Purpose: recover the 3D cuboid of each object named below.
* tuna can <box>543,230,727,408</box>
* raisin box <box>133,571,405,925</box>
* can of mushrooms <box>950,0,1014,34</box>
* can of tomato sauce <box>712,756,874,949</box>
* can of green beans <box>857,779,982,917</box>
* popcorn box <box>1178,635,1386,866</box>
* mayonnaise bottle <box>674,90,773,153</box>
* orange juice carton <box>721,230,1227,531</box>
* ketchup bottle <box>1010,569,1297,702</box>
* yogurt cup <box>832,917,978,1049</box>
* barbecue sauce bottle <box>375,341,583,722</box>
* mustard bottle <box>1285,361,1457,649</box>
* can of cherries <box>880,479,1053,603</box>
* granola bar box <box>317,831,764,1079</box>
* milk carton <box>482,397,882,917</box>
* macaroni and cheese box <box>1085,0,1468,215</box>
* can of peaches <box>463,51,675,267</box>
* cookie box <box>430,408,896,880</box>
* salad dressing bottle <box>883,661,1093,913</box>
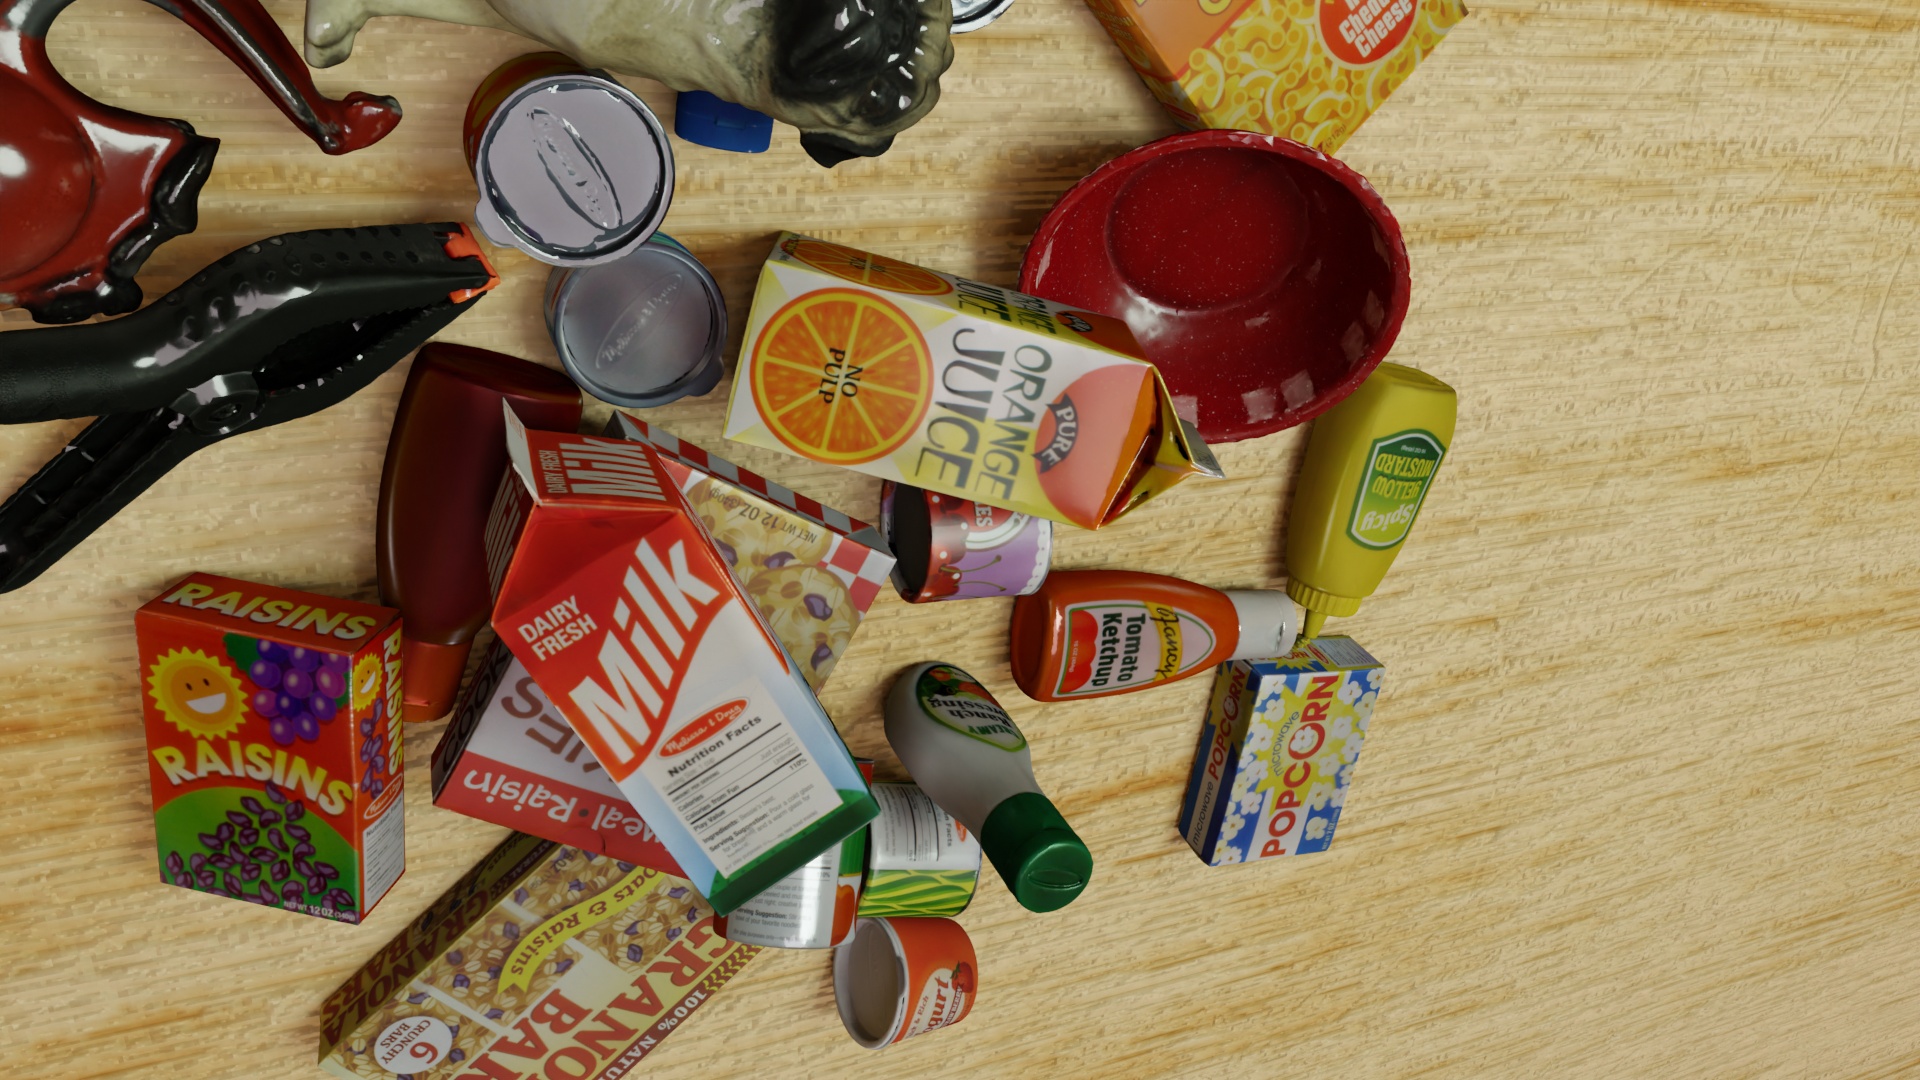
[{"bbox_3d":[-0.125,-0.086,0.541,0.071,0.033,0.070,-10,118,-20],"label":"tuna can"},{"bbox_3d":[-0.263,0.080,0.536,0.086,0.040,0.122,11,114,4],"label":"raisin box"},{"bbox_3d":[-0.005,-0.229,0.526,0.071,0.033,0.070,-10,118,-20],"label":"can of mushrooms"},{"bbox_3d":[-0.076,0.139,0.639,0.071,0.071,0.083,9,82,-28],"label":"can of tomato sauce"},{"bbox_3d":[-0.030,0.152,0.683,0.058,0.071,0.071,8,111,-27],"label":"can of green beans"},{"bbox_3d":[0.179,0.118,0.780,0.085,0.038,0.126,-1,114,-24],"label":"popcorn box"},{"bbox_3d":[-0.076,-0.216,0.495,0.065,0.041,0.147,4,114,-19],"label":"mayonnaise bottle"},{"bbox_3d":[0.010,-0.060,0.556,0.193,0.072,0.072,14,110,-7],"label":"orange juice carton"},{"bbox_3d":[0.100,0.045,0.704,0.149,0.043,0.064,-2,112,-25],"label":"ketchup bottle"},{"bbox_3d":[-0.028,0.227,0.724,0.054,0.072,0.072,6,112,-36],"label":"yogurt cup"},{"bbox_3d":[-0.199,0.000,0.544,0.065,0.044,0.148,13,109,-28],"label":"barbecue sauce bottle"},{"bbox_3d":[0.204,-0.012,0.720,0.065,0.049,0.159,4,112,-25],"label":"mustard bottle"},{"bbox_3d":[0.002,-0.008,0.617,0.058,0.072,0.071,-3,116,-22],"label":"can of cherries"},{"bbox_3d":[-0.191,0.203,0.651,0.165,0.039,0.124,-42,123,-1],"label":"granola bar box"},{"bbox_3d":[-0.109,0.036,0.500,0.073,0.072,0.189,-32,120,-6],"label":"milk carton"},{"bbox_3d":[0.121,-0.238,0.575,0.123,0.040,0.166,-47,125,3],"label":"macaroni and cheese box"},{"bbox_3d":[-0.142,-0.135,0.494,0.071,0.058,0.071,-11,119,-20],"label":"can of peaches"},{"bbox_3d":[-0.121,0.049,0.565,0.123,0.040,0.167,25,101,-28],"label":"cookie box"},{"bbox_3d":[0.011,0.109,0.632,0.064,0.148,0.044,15,108,-30],"label":"salad dressing bottle"}]
